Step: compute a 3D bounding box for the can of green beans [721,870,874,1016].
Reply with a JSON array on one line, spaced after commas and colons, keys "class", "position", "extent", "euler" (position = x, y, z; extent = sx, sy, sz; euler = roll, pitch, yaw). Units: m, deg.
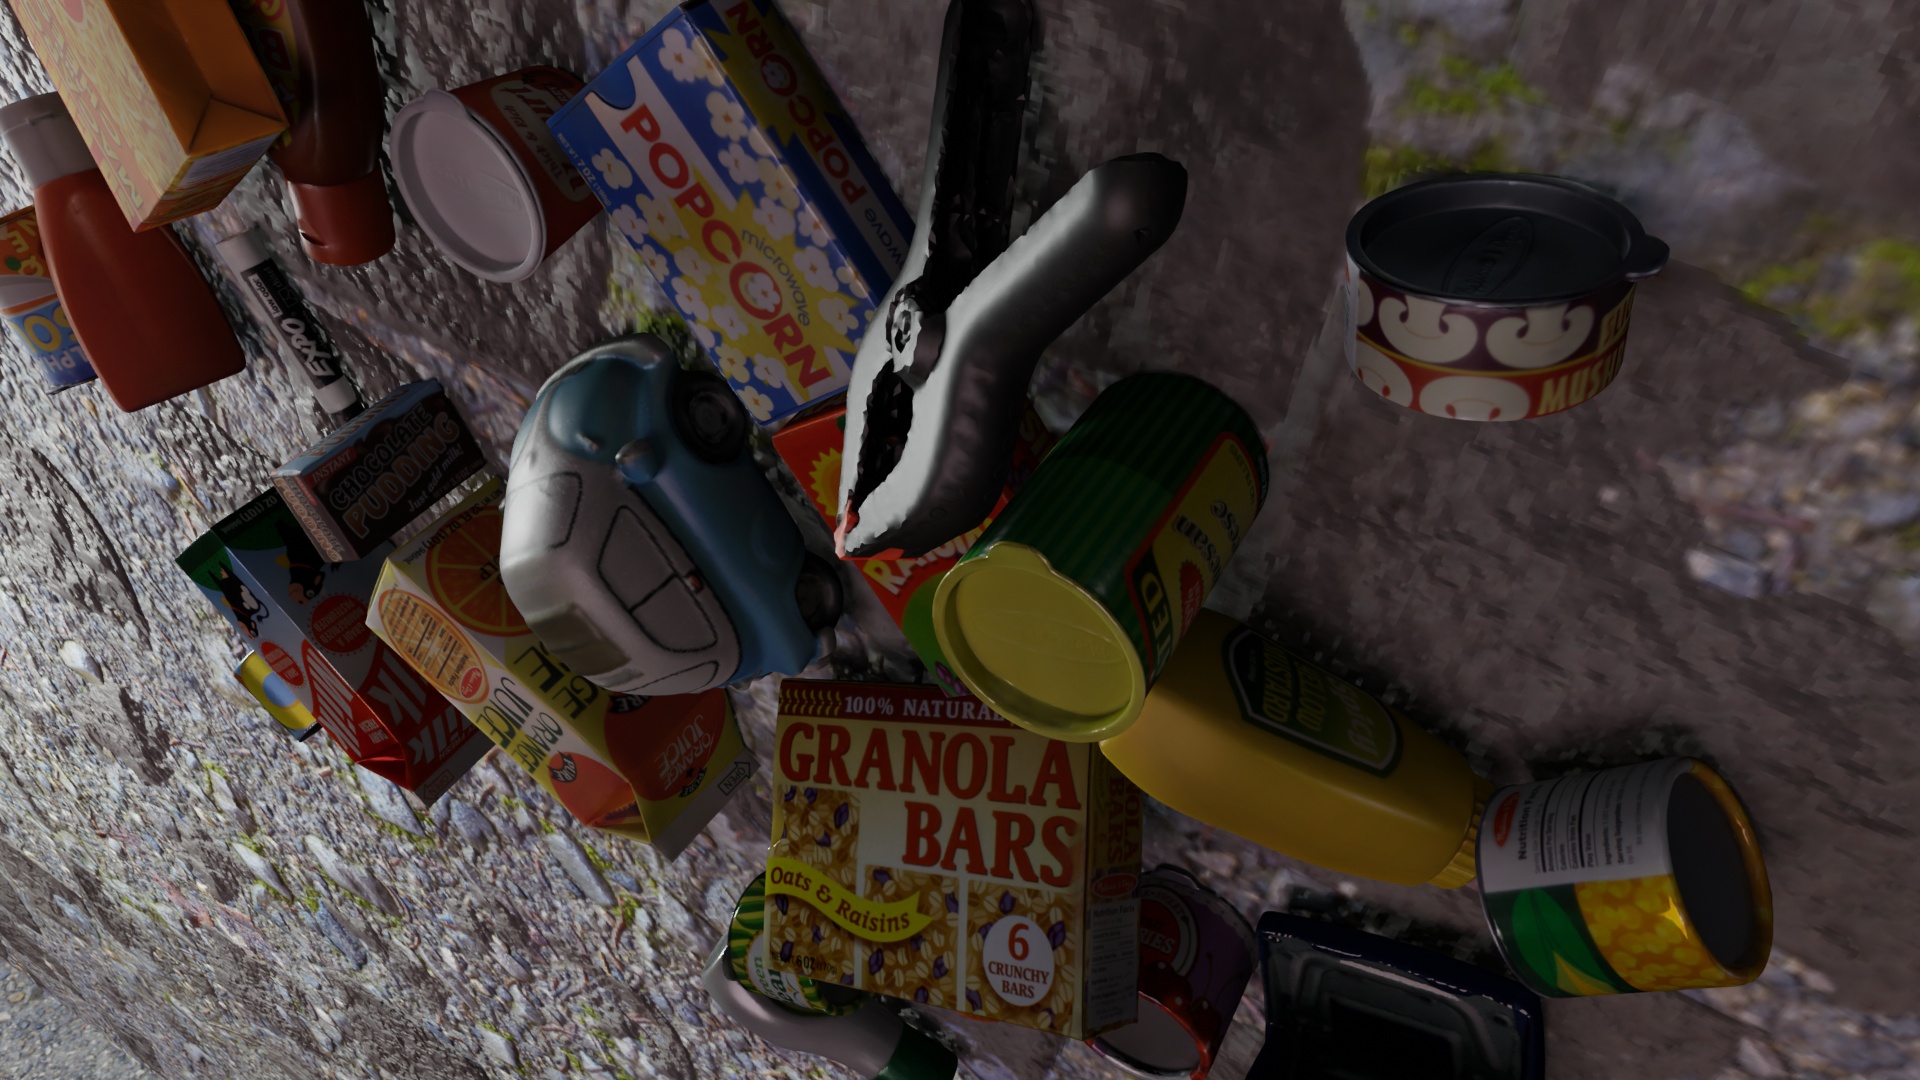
[{"class": "can of green beans", "position": [-0.077, 0.206, 0.717], "extent": [0.058, 0.071, 0.071], "euler": [1, 125, 36]}]

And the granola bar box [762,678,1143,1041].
[{"class": "granola bar box", "position": [-0.008, 0.120, 0.558], "extent": [0.165, 0.039, 0.124], "euler": [-3, 81, 38]}]

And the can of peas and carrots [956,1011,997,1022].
[{"class": "can of peas and carrots", "position": [0.015, 0.170, 0.616], "extent": [0.071, 0.071, 0.058], "euler": [10, 131, 30]}]

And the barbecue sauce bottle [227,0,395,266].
[{"class": "barbecue sauce bottle", "position": [-0.250, -0.178, 0.532], "extent": [0.065, 0.044, 0.147], "euler": [28, 138, 23]}]

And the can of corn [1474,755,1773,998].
[{"class": "can of corn", "position": [0.201, 0.104, 0.419], "extent": [0.058, 0.071, 0.071], "euler": [-25, 108, 46]}]

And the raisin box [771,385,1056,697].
[{"class": "raisin box", "position": [0.002, -0.006, 0.495], "extent": [0.086, 0.040, 0.123], "euler": [-15, 116, 44]}]

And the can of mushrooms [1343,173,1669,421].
[{"class": "can of mushrooms", "position": [0.128, -0.059, 0.332], "extent": [0.071, 0.071, 0.033], "euler": [14, 133, 27]}]

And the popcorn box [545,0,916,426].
[{"class": "popcorn box", "position": [-0.067, -0.107, 0.460], "extent": [0.085, 0.038, 0.126], "euler": [-16, 114, 45]}]

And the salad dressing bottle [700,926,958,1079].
[{"class": "salad dressing bottle", "position": [-0.071, 0.263, 0.771], "extent": [0.147, 0.064, 0.043], "euler": [35, 120, -5]}]

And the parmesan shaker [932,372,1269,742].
[{"class": "parmesan shaker", "position": [0.045, 0.000, 0.418], "extent": [0.071, 0.103, 0.071], "euler": [20, 135, 22]}]

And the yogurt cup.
[{"class": "yogurt cup", "position": [-0.157, -0.133, 0.493], "extent": [0.072, 0.054, 0.072], "euler": [21, 135, 22]}]

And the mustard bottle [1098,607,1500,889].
[{"class": "mustard bottle", "position": [0.124, 0.076, 0.455], "extent": [0.160, 0.066, 0.048], "euler": [25, 126, -8]}]

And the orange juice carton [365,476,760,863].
[{"class": "orange juice carton", "position": [-0.189, 0.069, 0.679], "extent": [0.192, 0.072, 0.072], "euler": [43, 139, -2]}]

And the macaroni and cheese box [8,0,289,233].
[{"class": "macaroni and cheese box", "position": [-0.320, -0.194, 0.535], "extent": [0.166, 0.040, 0.123], "euler": [2, 118, 54]}]

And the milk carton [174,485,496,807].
[{"class": "milk carton", "position": [-0.336, 0.057, 0.779], "extent": [0.073, 0.073, 0.190], "euler": [-21, 111, 45]}]

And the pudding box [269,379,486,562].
[{"class": "pudding box", "position": [-0.267, -0.033, 0.641], "extent": [0.030, 0.084, 0.049], "euler": [-3, 122, 35]}]

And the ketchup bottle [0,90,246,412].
[{"class": "ketchup bottle", "position": [-0.413, -0.141, 0.676], "extent": [0.043, 0.065, 0.148], "euler": [13, 127, 60]}]

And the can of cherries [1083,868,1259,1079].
[{"class": "can of cherries", "position": [0.083, 0.182, 0.582], "extent": [0.071, 0.059, 0.071], "euler": [20, 135, 22]}]

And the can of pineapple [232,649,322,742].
[{"class": "can of pineapple", "position": [-0.399, 0.082, 0.851], "extent": [0.058, 0.071, 0.070], "euler": [48, 138, -7]}]

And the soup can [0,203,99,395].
[{"class": "soup can", "position": [-0.460, -0.128, 0.713], "extent": [0.071, 0.072, 0.083], "euler": [1, 125, 36]}]
